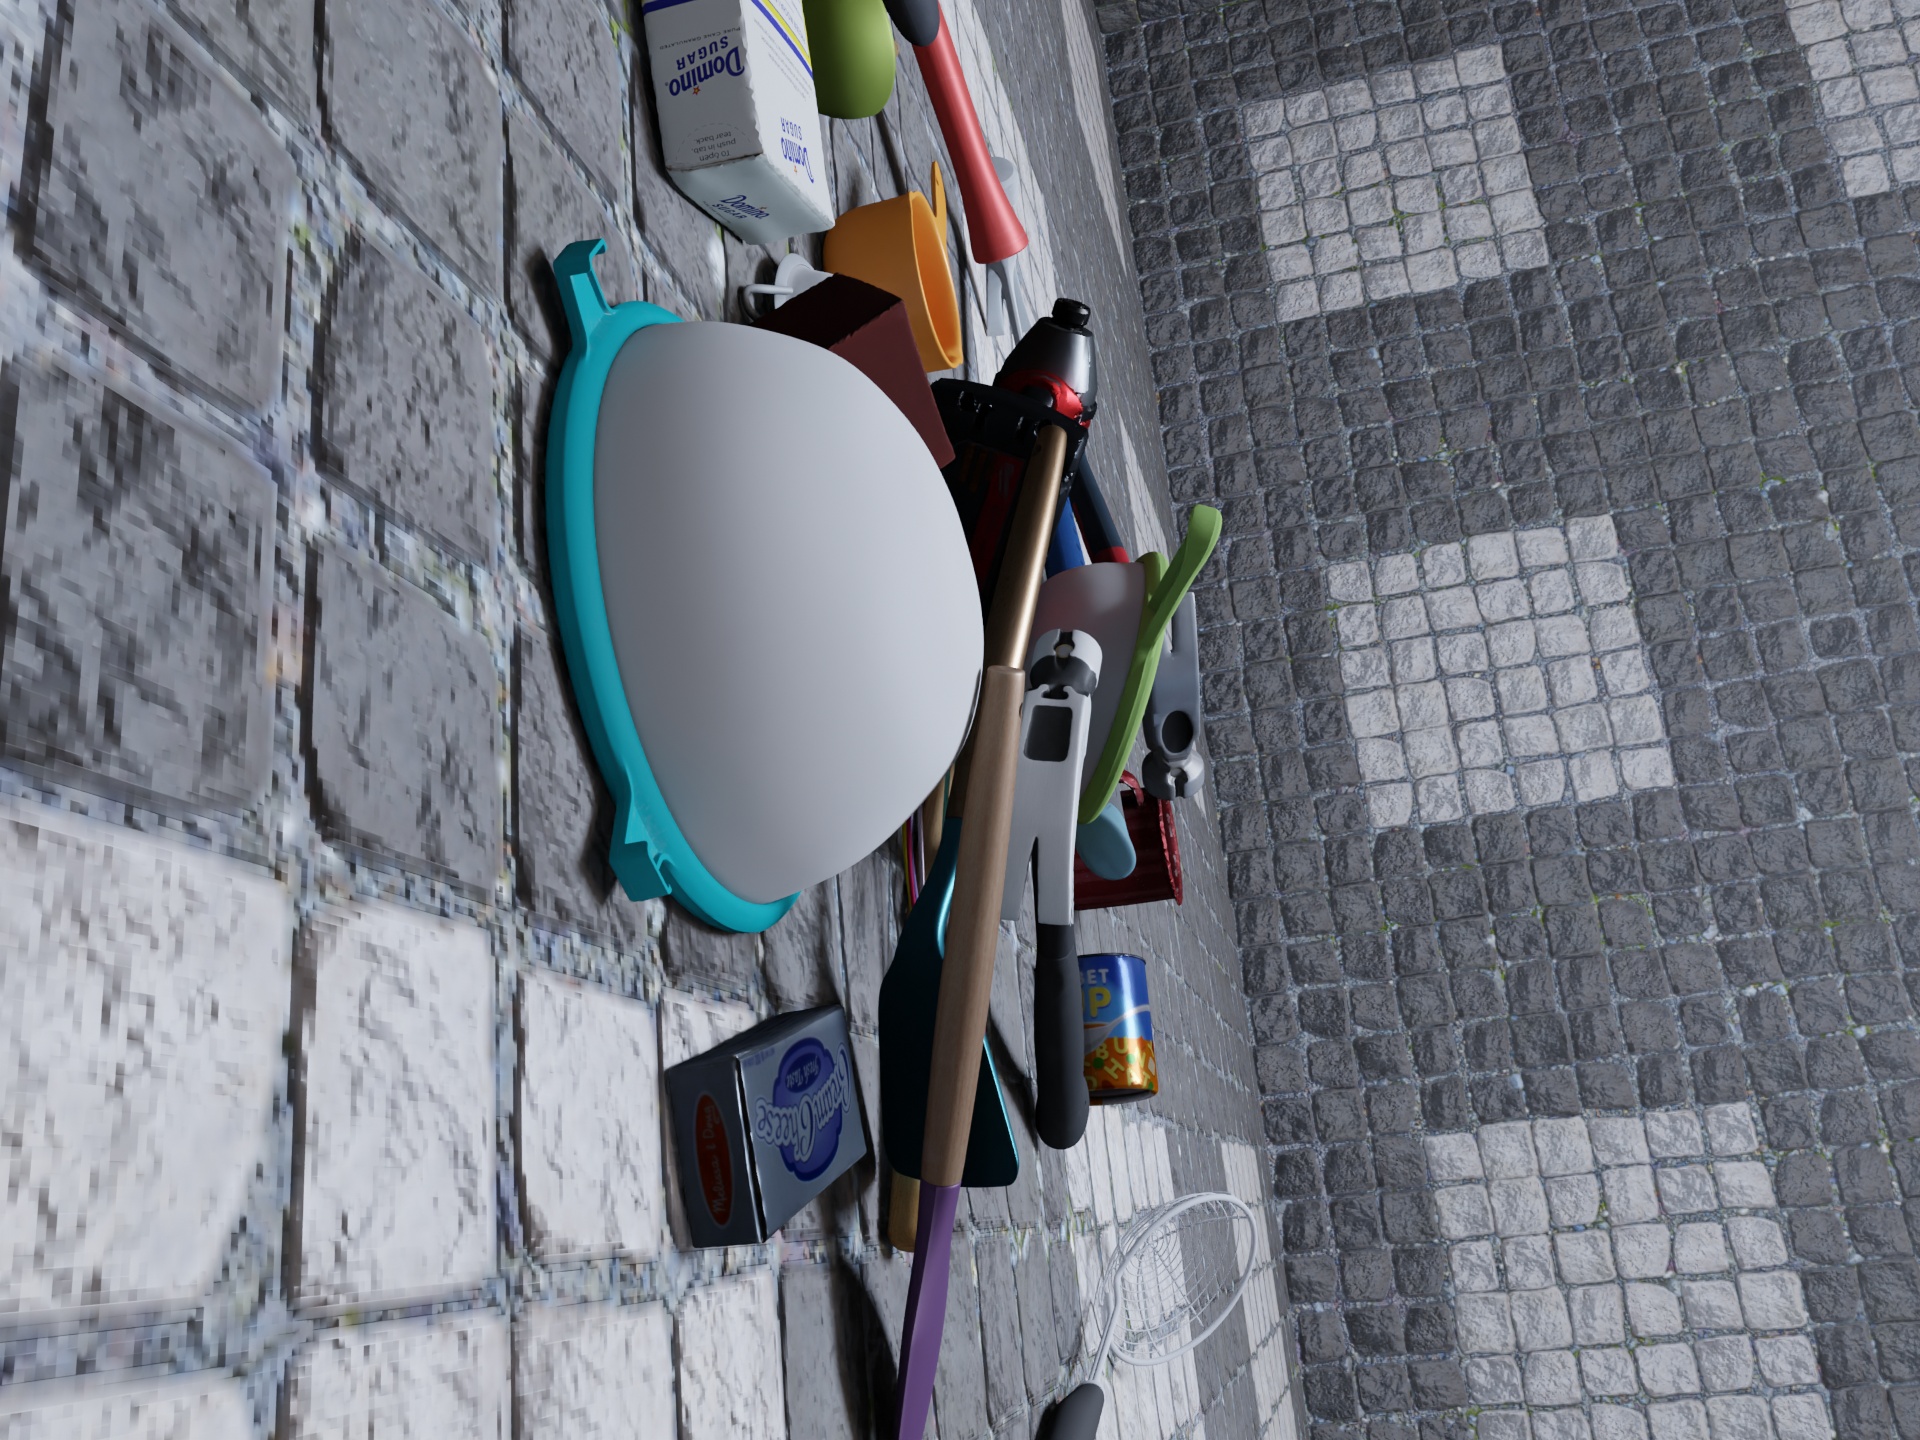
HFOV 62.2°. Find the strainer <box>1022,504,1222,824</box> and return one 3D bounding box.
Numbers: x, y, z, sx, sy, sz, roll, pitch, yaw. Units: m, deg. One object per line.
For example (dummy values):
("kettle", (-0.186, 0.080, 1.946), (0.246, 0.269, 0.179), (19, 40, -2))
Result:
("strainer", (0.064, -0.044, 0.797), (0.256, 0.069, 0.152), (111, -6, -66))

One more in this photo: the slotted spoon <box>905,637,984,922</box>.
("slotted spoon", (-0.001, -0.003, 0.843), (0.070, 0.031, 0.314), (47, 30, -25))

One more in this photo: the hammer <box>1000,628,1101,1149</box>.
("hammer", (0.048, 0.123, 0.803), (0.334, 0.035, 0.146), (85, 13, -46))

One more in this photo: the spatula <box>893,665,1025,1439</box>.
("spatula", (-0.003, 0.136, 0.560), (0.060, 0.018, 0.316), (-43, 141, -76))

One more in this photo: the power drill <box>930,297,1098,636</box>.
("power drill", (0.028, -0.139, 0.834), (0.220, 0.078, 0.143), (-63, 172, -65))

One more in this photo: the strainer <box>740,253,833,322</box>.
("strainer", (-0.040, -0.151, 0.761), (0.258, 0.050, 0.087), (45, 37, -75))

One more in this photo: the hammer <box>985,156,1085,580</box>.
("hammer", (0.053, -0.193, 1.074), (0.144, 0.035, 0.406), (80, 1, -57))

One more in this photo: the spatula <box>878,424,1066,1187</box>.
("spatula", (0.014, 0.022, 0.641), (0.044, 0.082, 0.318), (26, 66, -30))

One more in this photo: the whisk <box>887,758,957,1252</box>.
("whisk", (-0.007, 0.102, 0.683), (0.051, 0.047, 0.245), (108, -11, -57))

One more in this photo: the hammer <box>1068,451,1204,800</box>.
("hammer", (0.100, -0.121, 1.079), (0.387, 0.038, 0.143), (-102, -177, -52))

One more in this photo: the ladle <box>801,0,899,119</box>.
("ladle", (-0.049, -0.364, 0.850), (0.320, 0.062, 0.078), (-76, 146, -67))

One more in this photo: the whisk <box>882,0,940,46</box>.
("whisk", (-0.065, -0.467, 0.788), (0.284, 0.070, 0.070), (62, 22, -46))

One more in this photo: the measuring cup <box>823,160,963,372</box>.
("measuring cup", (-0.035, -0.244, 0.828), (0.174, 0.052, 0.095), (-89, 164, -46))

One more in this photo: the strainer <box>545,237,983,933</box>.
("strainer", (-0.029, -0.032, 0.586), (0.340, 0.095, 0.211), (26, 55, -73))

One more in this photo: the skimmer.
("skimmer", (0.110, 0.371, 0.907), (0.363, 0.090, 0.127), (-15, 127, -75))

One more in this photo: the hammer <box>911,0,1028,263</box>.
("hammer", (-0.032, -0.434, 0.909), (0.149, 0.036, 0.358), (-98, 168, -60))

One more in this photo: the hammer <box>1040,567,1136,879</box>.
("hammer", (0.078, -0.015, 1.035), (0.128, 0.033, 0.331), (50, 20, -28))
